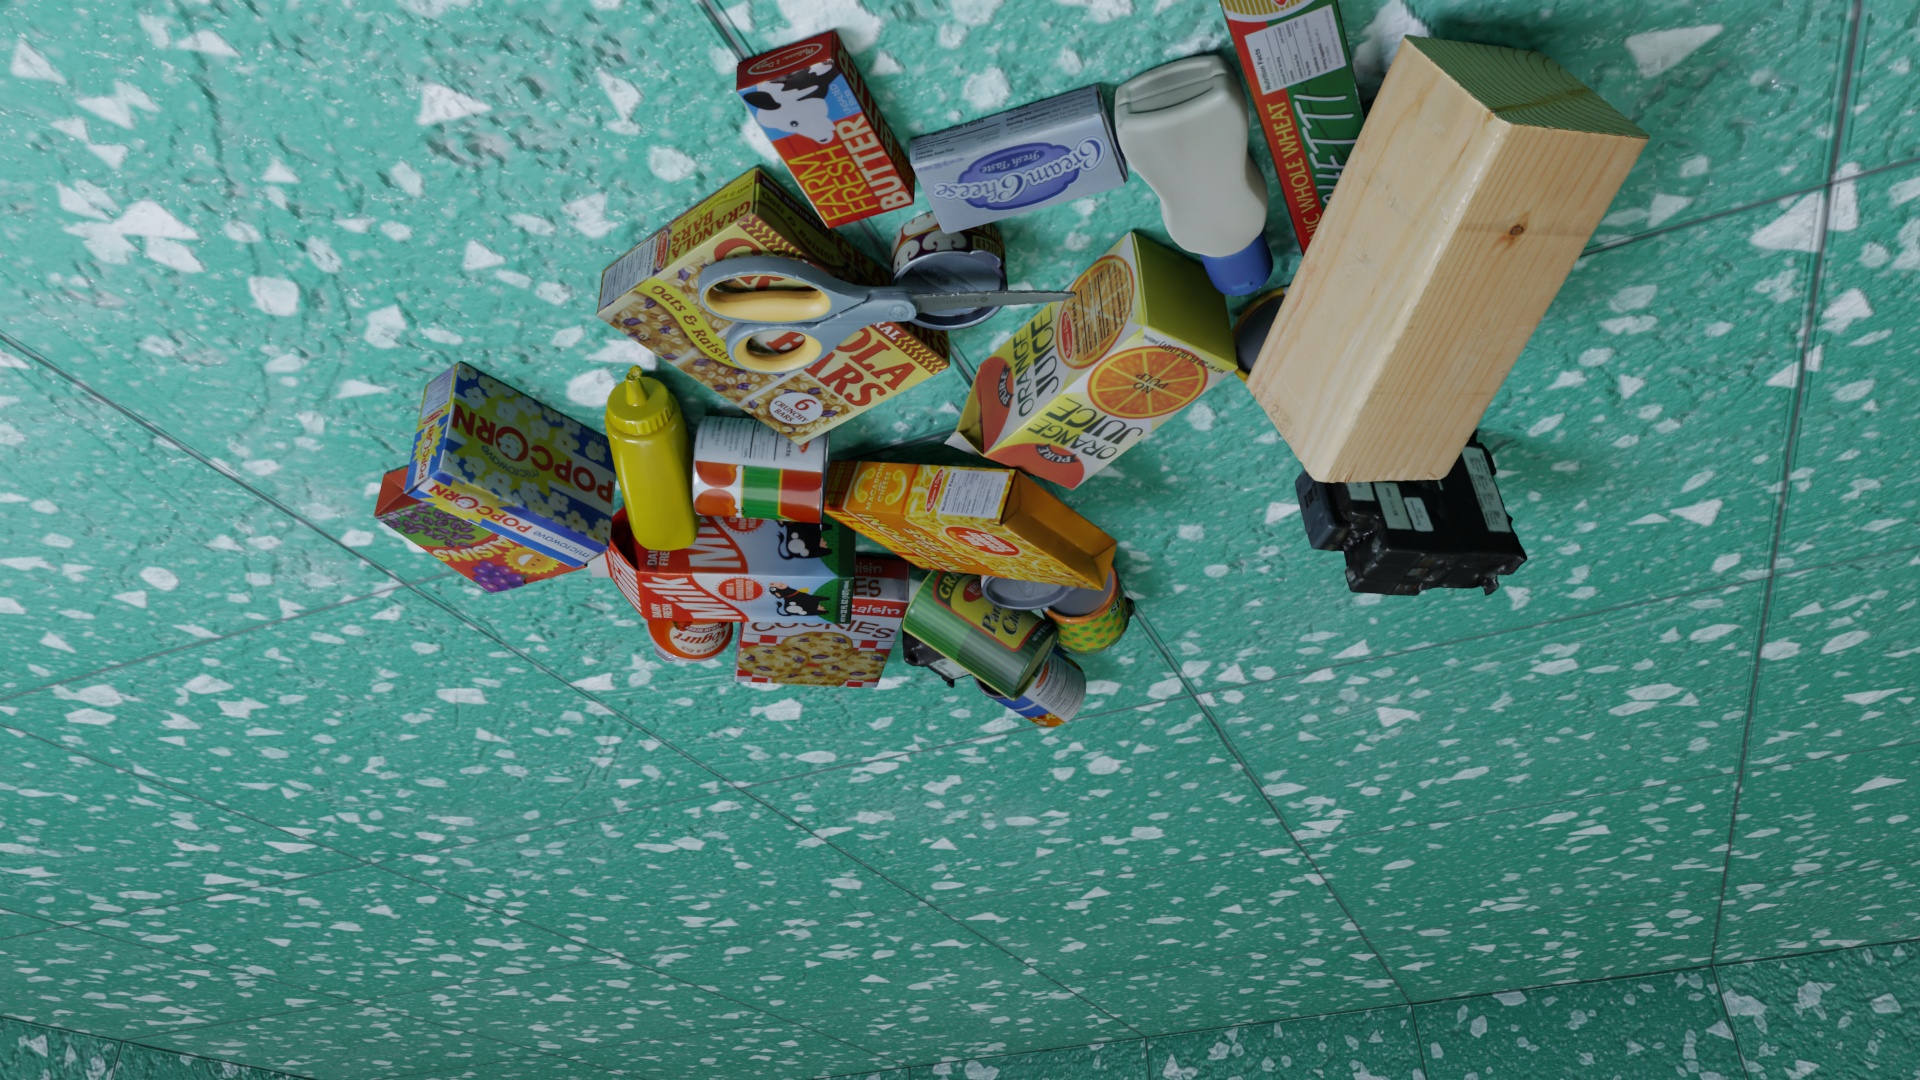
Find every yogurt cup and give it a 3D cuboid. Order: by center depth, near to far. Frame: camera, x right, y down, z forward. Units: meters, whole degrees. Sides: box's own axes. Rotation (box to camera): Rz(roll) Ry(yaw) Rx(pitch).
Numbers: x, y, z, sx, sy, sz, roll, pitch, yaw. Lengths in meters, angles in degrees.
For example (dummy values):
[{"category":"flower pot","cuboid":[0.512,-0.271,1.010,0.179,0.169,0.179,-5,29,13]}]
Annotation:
[{"category":"yogurt cup","cuboid":[-0.206,0.053,1.076,0.072,0.073,0.053,8,139,-16]}]

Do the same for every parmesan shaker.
[{"category":"parmesan shaker","cuboid":[0.017,0.067,1.070,0.103,0.071,0.071,32,152,15]}]

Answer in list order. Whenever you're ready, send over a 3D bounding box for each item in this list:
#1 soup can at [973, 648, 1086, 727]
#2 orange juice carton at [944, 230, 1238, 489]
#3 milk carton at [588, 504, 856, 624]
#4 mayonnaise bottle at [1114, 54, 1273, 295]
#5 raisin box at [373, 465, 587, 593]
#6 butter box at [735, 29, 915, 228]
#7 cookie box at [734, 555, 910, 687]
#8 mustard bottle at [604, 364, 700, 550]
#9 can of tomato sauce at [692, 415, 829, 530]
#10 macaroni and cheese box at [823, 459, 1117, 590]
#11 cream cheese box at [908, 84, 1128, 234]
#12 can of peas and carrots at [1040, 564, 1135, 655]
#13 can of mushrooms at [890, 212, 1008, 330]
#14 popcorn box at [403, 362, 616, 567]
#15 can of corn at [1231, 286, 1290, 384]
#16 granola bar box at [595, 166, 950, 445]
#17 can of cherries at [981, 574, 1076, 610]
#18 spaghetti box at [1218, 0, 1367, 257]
[{"category":"soup can","cuboid":[0.059,0.118,1.203,0.071,0.071,0.083,-21,145,27]},{"category":"orange juice carton","cuboid":[0.072,-0.094,0.843,0.072,0.073,0.192,18,144,-30]},{"category":"milk carton","cuboid":[-0.172,0.011,0.998,0.191,0.074,0.072,1,148,-6]},{"category":"mayonnaise bottle","cuboid":[0.130,-0.186,0.730,0.064,0.041,0.147,-11,149,21]},{"category":"raisin box","cuboid":[-0.333,-0.012,0.980,0.086,0.040,0.123,-15,147,18]},{"category":"butter box","cuboid":[-0.066,-0.204,0.699,0.053,0.024,0.103,-13,147,17]},{"category":"cookie box","cuboid":[-0.115,0.066,1.127,0.123,0.040,0.166,4,149,-11]},{"category":"mustard bottle","cuboid":[-0.199,-0.059,0.894,0.049,0.065,0.159,-5,143,-5]},{"category":"can of tomato sauce","cuboid":[-0.129,-0.045,0.911,0.083,0.071,0.070,4,148,-4]},{"category":"macaroni and cheese box","cuboid":[0.003,-0.012,0.942,0.166,0.040,0.123,6,163,41]},{"category":"cream cheese box","cuboid":[0.030,-0.196,0.719,0.104,0.024,0.053,-12,148,15]},{"category":"can of peas and carrots","cuboid":[0.098,0.047,1.087,0.071,0.071,0.058,-10,147,11]},{"category":"can of mushrooms","cuboid":[-0.005,-0.152,0.780,0.071,0.033,0.070,-2,148,-1]},{"category":"popcorn box","cuboid":[-0.281,-0.046,0.884,0.038,0.085,0.126,-27,141,32]},{"category":"can of corn","cuboid":[0.201,-0.109,0.834,0.071,0.071,0.058,-25,141,32]},{"category":"granola bar box","cuboid":[-0.105,-0.129,0.804,0.124,0.039,0.165,-24,143,30]},{"category":"can of cherries","cuboid":[0.050,0.011,1.031,0.071,0.058,0.071,-2,148,-1]},{"category":"spaghetti box","cuboid":[0.172,-0.217,0.691,0.050,0.029,0.249,-15,147,19]}]
